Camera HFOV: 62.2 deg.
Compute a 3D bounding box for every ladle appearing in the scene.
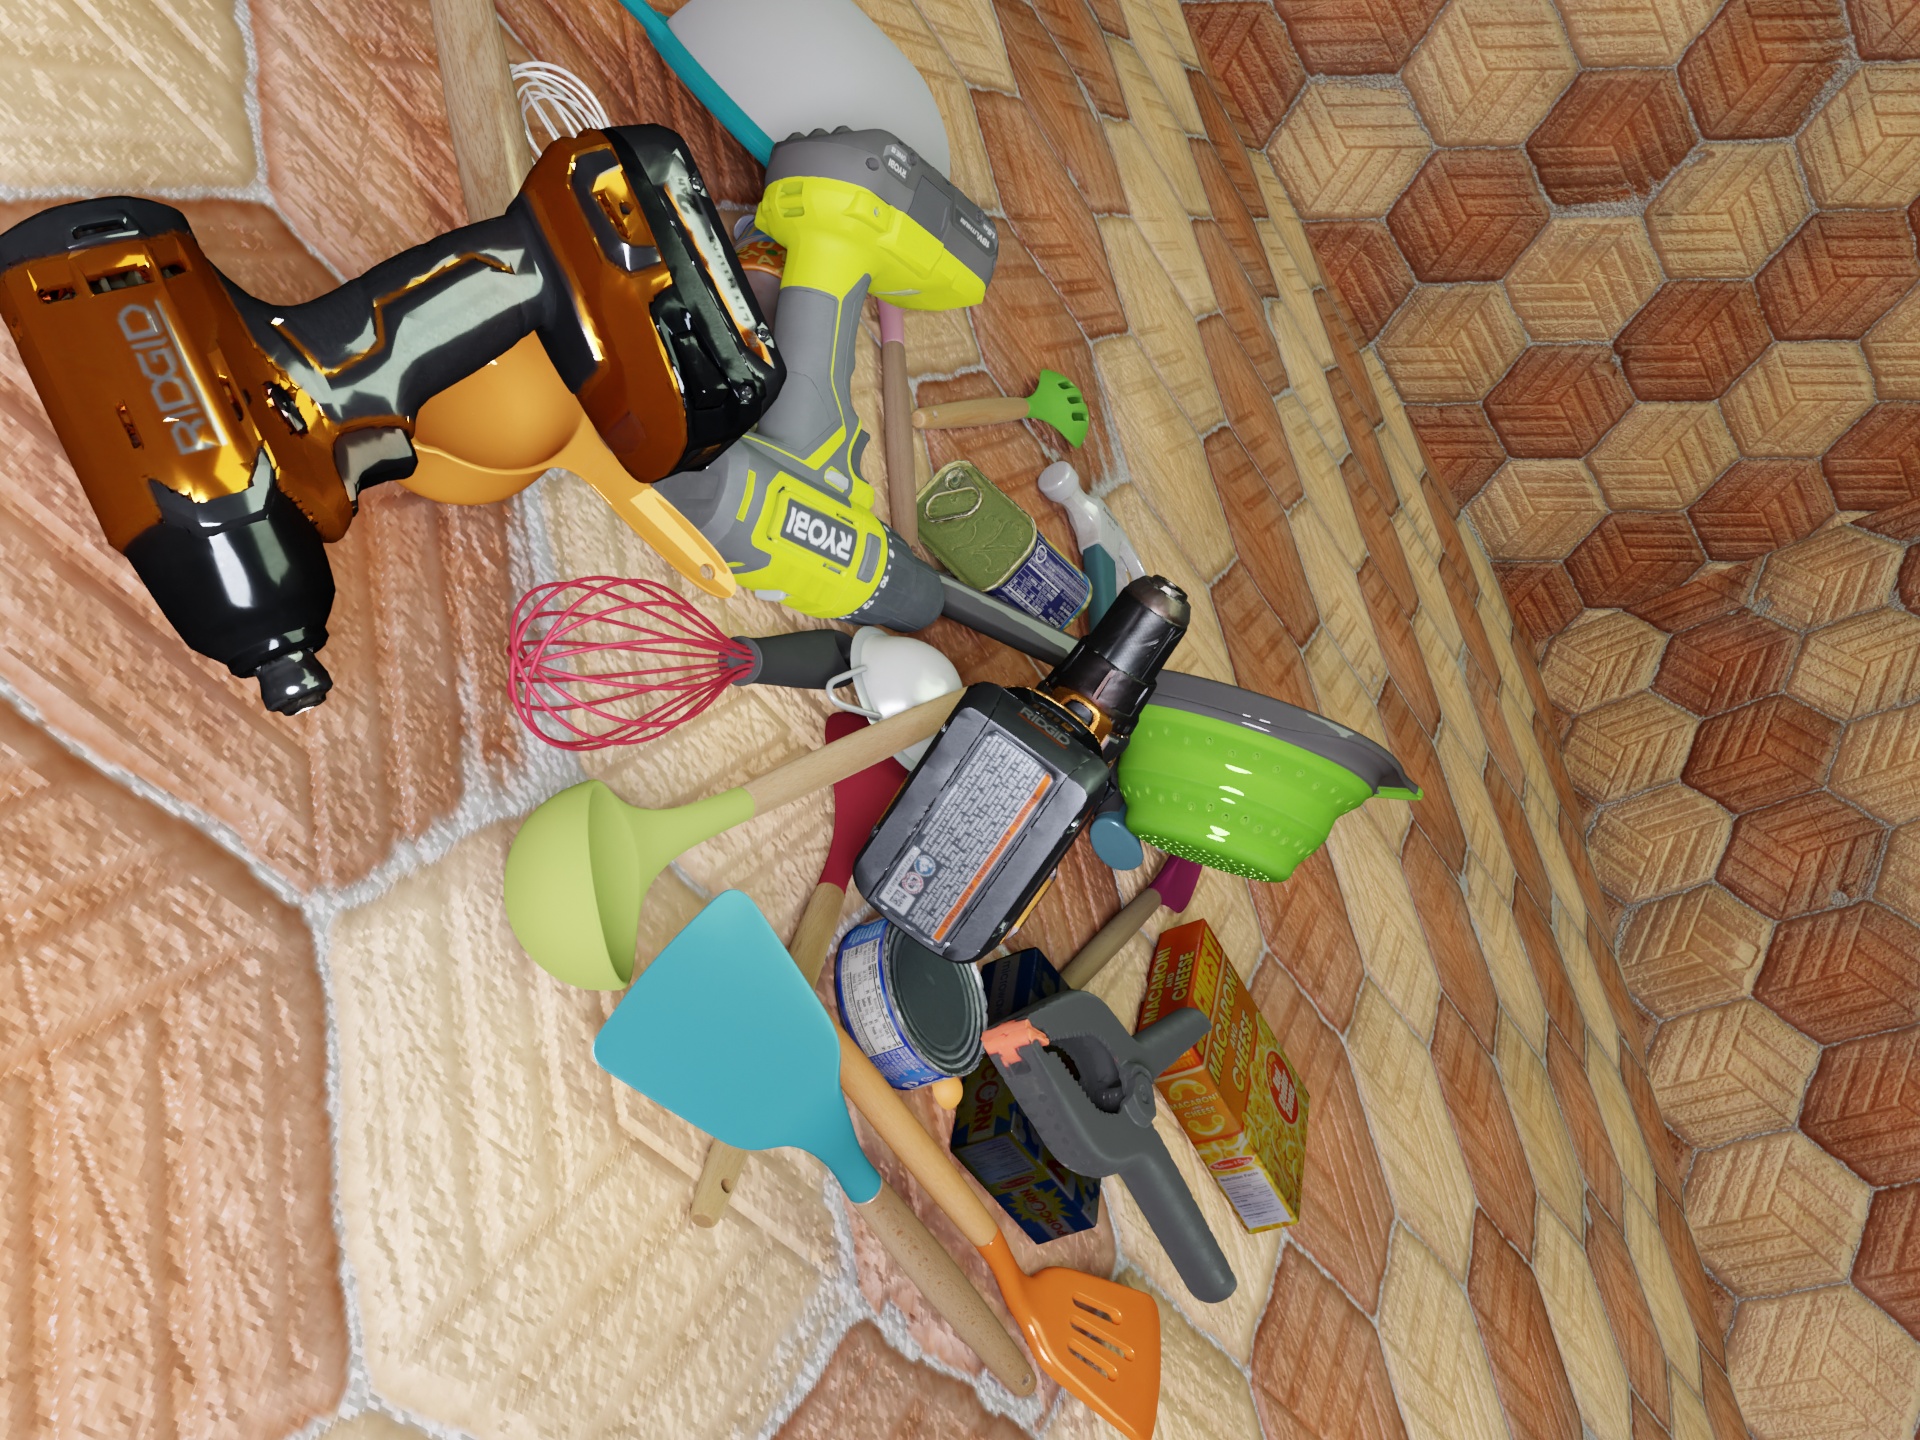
[{"bbox_3d":[-0.067,0.028,0.683,0.320,0.062,0.078,-25,112,-52],"label":"ladle"},{"bbox_3d":[-0.068,0.096,0.728,0.069,0.031,0.316,51,32,-24],"label":"ladle"}]

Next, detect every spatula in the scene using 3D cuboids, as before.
[{"bbox_3d":[-0.036,0.201,0.662,0.082,0.044,0.317,-50,133,-26],"label":"spatula"},{"bbox_3d":[0.008,0.221,0.735,0.322,0.041,0.081,57,28,-30],"label":"spatula"}]

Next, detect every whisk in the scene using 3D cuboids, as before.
[{"bbox_3d":[-0.153,-0.214,0.798,0.246,0.058,0.059,58,19,-27],"label":"whisk"},{"bbox_3d":[-0.109,-0.028,0.720,0.073,0.073,0.295,69,20,5],"label":"whisk"}]

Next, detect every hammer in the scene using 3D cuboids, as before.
[{"bbox_3d":[-0.217,-0.286,0.704,0.130,0.031,0.331,-10,85,-27],"label":"hammer"},{"bbox_3d":[0.105,-0.038,1.155,0.128,0.033,0.331,42,35,-39],"label":"hammer"}]

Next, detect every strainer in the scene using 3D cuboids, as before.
[{"bbox_3d":[-0.001,-0.003,0.887,0.258,0.050,0.087,25,44,-69],"label":"strainer"},{"bbox_3d":[-0.114,-0.390,0.889,0.340,0.095,0.211,34,19,-41],"label":"strainer"}]

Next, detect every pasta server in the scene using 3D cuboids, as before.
[{"bbox_3d":[-0.037,-0.227,1.035,0.060,0.040,0.317,24,48,-38],"label":"pasta server"}]

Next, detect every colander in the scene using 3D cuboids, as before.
[{"bbox_3d":[0.102,0.015,0.983,0.396,0.204,0.094,23,81,-24],"label":"colander"}]

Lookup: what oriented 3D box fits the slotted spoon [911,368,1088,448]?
[{"bbox_3d":[0.036,-0.231,1.191,0.314,0.031,0.070,-27,93,-63],"label":"slotted spoon"}]

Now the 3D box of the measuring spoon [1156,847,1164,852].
[{"bbox_3d":[0.171,0.086,1.193,0.124,0.018,0.034,20,52,-57],"label":"measuring spoon"}]

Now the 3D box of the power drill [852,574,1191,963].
[{"bbox_3d":[0.044,0.014,0.799,0.084,0.185,0.226,36,16,7],"label":"power drill"}]

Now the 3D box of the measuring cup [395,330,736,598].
[{"bbox_3d":[-0.165,-0.101,0.635,0.173,0.052,0.095,43,53,-22],"label":"measuring cup"}]

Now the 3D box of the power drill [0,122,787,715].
[{"bbox_3d":[-0.178,-0.107,0.541,0.226,0.084,0.164,-25,92,-32],"label":"power drill"}]

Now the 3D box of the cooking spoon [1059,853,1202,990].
[{"bbox_3d":[0.118,0.126,1.053,0.319,0.017,0.068,-28,126,-62],"label":"cooking spoon"}]

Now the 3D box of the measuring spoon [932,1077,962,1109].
[{"bbox_3d":[0.001,0.151,0.826,0.021,0.011,0.117,51,30,-29],"label":"measuring spoon"}]

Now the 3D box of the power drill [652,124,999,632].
[{"bbox_3d":[-0.054,-0.164,0.822,0.190,0.080,0.228,22,79,-52],"label":"power drill"}]
